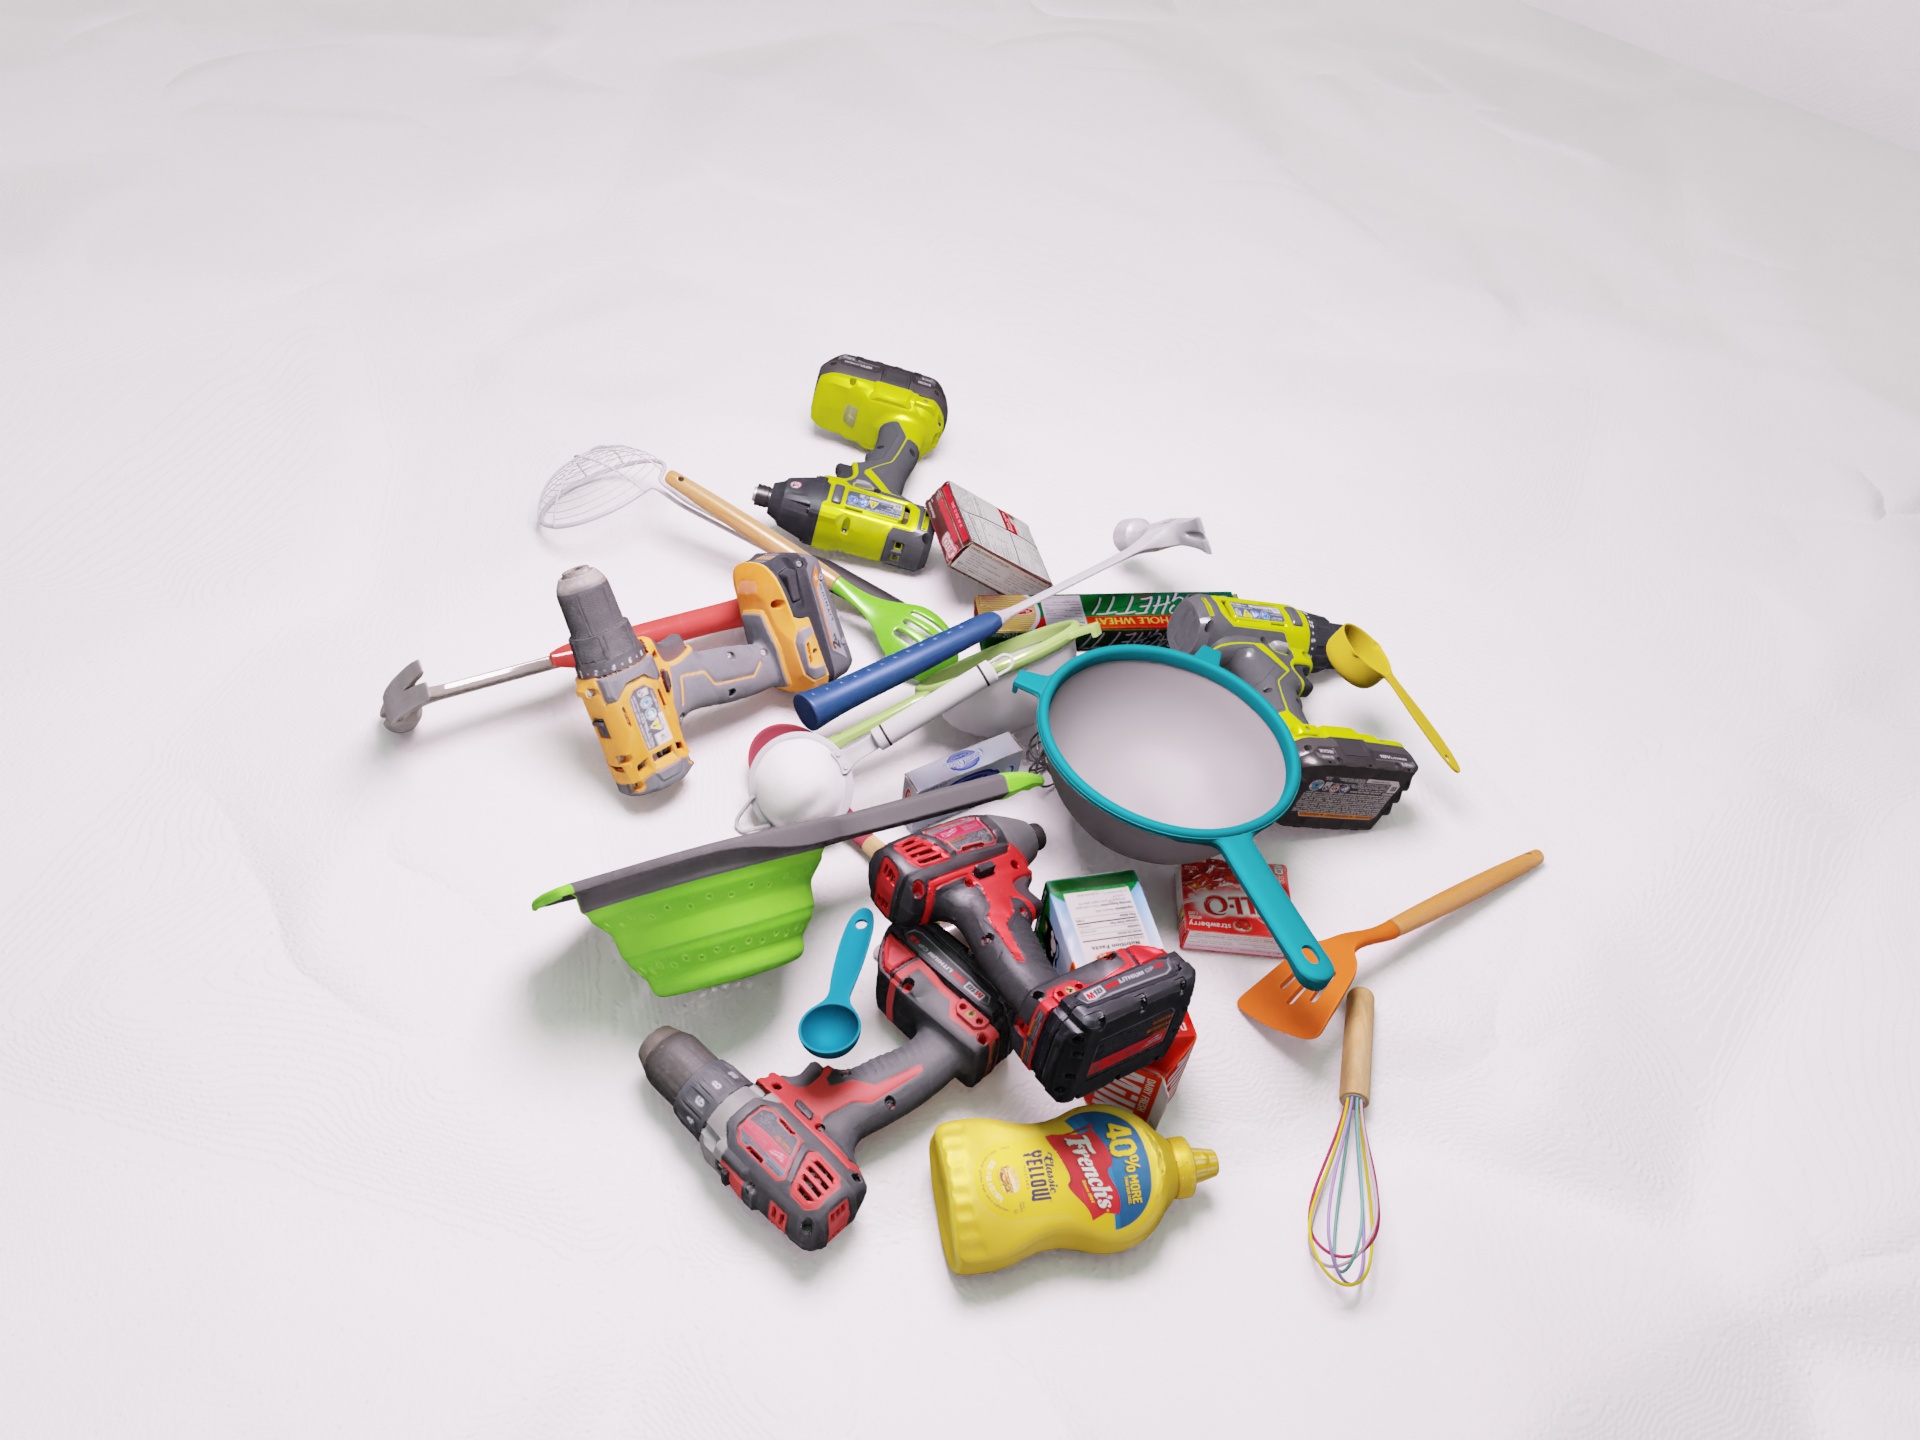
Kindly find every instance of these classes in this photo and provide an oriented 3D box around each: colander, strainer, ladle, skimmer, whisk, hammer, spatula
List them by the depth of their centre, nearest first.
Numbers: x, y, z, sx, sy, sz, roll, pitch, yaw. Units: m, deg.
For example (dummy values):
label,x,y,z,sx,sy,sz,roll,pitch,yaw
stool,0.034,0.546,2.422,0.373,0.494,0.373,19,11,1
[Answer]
label,x,y,z,sx,sy,sz,roll,pitch,yaw
whisk,0.275,0.285,1.123,0.047,0.051,0.245,10,43,9
colander,-0.103,0.121,1.164,0.397,0.204,0.094,-13,85,-26
strainer,0.178,0.087,1.221,0.211,0.095,0.341,-8,49,-24
strainer,-0.070,0.016,1.246,0.258,0.050,0.087,-31,84,-1
ladle,-0.054,0.110,1.248,0.069,0.031,0.316,-38,63,-23
spatula,0.355,0.164,1.250,0.322,0.041,0.081,-18,21,-32
strainer,-0.002,-0.004,1.320,0.256,0.151,0.069,-27,98,-20
hammer,-0.294,-0.062,1.322,0.359,0.149,0.037,-18,88,-31
hammer,0.040,-0.092,1.370,0.405,0.035,0.144,-28,16,-24
whisk,0.142,-0.006,1.377,0.239,0.055,0.055,-30,57,-36
skimmer,-0.217,-0.156,1.473,0.363,0.090,0.127,27,42,3

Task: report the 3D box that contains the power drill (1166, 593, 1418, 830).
label,x,y,z,sx,sy,sz,roll,pitch,yaw
power drill,0.300,-0.016,1.377,0.190,0.080,0.229,5,43,-25

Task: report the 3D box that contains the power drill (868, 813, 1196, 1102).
label,x,y,z,sx,sy,sz,roll,pitch,yaw
power drill,0.050,0.146,1.094,0.143,0.078,0.220,-15,44,-36

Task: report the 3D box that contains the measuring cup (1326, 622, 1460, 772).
label,x,y,z,sx,sy,sz,roll,pitch,yaw
measuring cup,0.364,-0.013,1.344,0.156,0.029,0.062,55,33,12

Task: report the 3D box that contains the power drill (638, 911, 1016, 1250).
label,x,y,z,sx,sy,sz,roll,pitch,yaw
power drill,-0.090,0.231,1.099,0.188,0.080,0.227,37,56,25

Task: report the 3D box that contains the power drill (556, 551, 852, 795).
label,x,y,z,sx,sy,sz,roll,pitch,yaw
power drill,-0.213,-0.067,1.292,0.226,0.185,0.084,-32,23,-34

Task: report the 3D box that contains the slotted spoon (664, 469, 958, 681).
label,x,y,z,sx,sy,sz,roll,pitch,yaw
slotted spoon,-0.133,-0.135,1.416,0.314,0.031,0.070,33,58,5

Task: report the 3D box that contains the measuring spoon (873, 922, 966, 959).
label,x,y,z,sx,sy,sz,roll,pitch,yaw
measuring spoon,-0.006,0.158,1.194,0.124,0.018,0.034,-15,63,0

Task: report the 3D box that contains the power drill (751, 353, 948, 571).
label,x,y,z,sx,sy,sz,roll,pitch,yaw
power drill,-0.099,-0.251,1.538,0.171,0.080,0.223,15,48,-6

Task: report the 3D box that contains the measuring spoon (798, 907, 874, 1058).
label,x,y,z,sx,sy,sz,roll,pitch,yaw
measuring spoon,-0.078,0.181,1.087,0.042,0.021,0.129,5,41,10
